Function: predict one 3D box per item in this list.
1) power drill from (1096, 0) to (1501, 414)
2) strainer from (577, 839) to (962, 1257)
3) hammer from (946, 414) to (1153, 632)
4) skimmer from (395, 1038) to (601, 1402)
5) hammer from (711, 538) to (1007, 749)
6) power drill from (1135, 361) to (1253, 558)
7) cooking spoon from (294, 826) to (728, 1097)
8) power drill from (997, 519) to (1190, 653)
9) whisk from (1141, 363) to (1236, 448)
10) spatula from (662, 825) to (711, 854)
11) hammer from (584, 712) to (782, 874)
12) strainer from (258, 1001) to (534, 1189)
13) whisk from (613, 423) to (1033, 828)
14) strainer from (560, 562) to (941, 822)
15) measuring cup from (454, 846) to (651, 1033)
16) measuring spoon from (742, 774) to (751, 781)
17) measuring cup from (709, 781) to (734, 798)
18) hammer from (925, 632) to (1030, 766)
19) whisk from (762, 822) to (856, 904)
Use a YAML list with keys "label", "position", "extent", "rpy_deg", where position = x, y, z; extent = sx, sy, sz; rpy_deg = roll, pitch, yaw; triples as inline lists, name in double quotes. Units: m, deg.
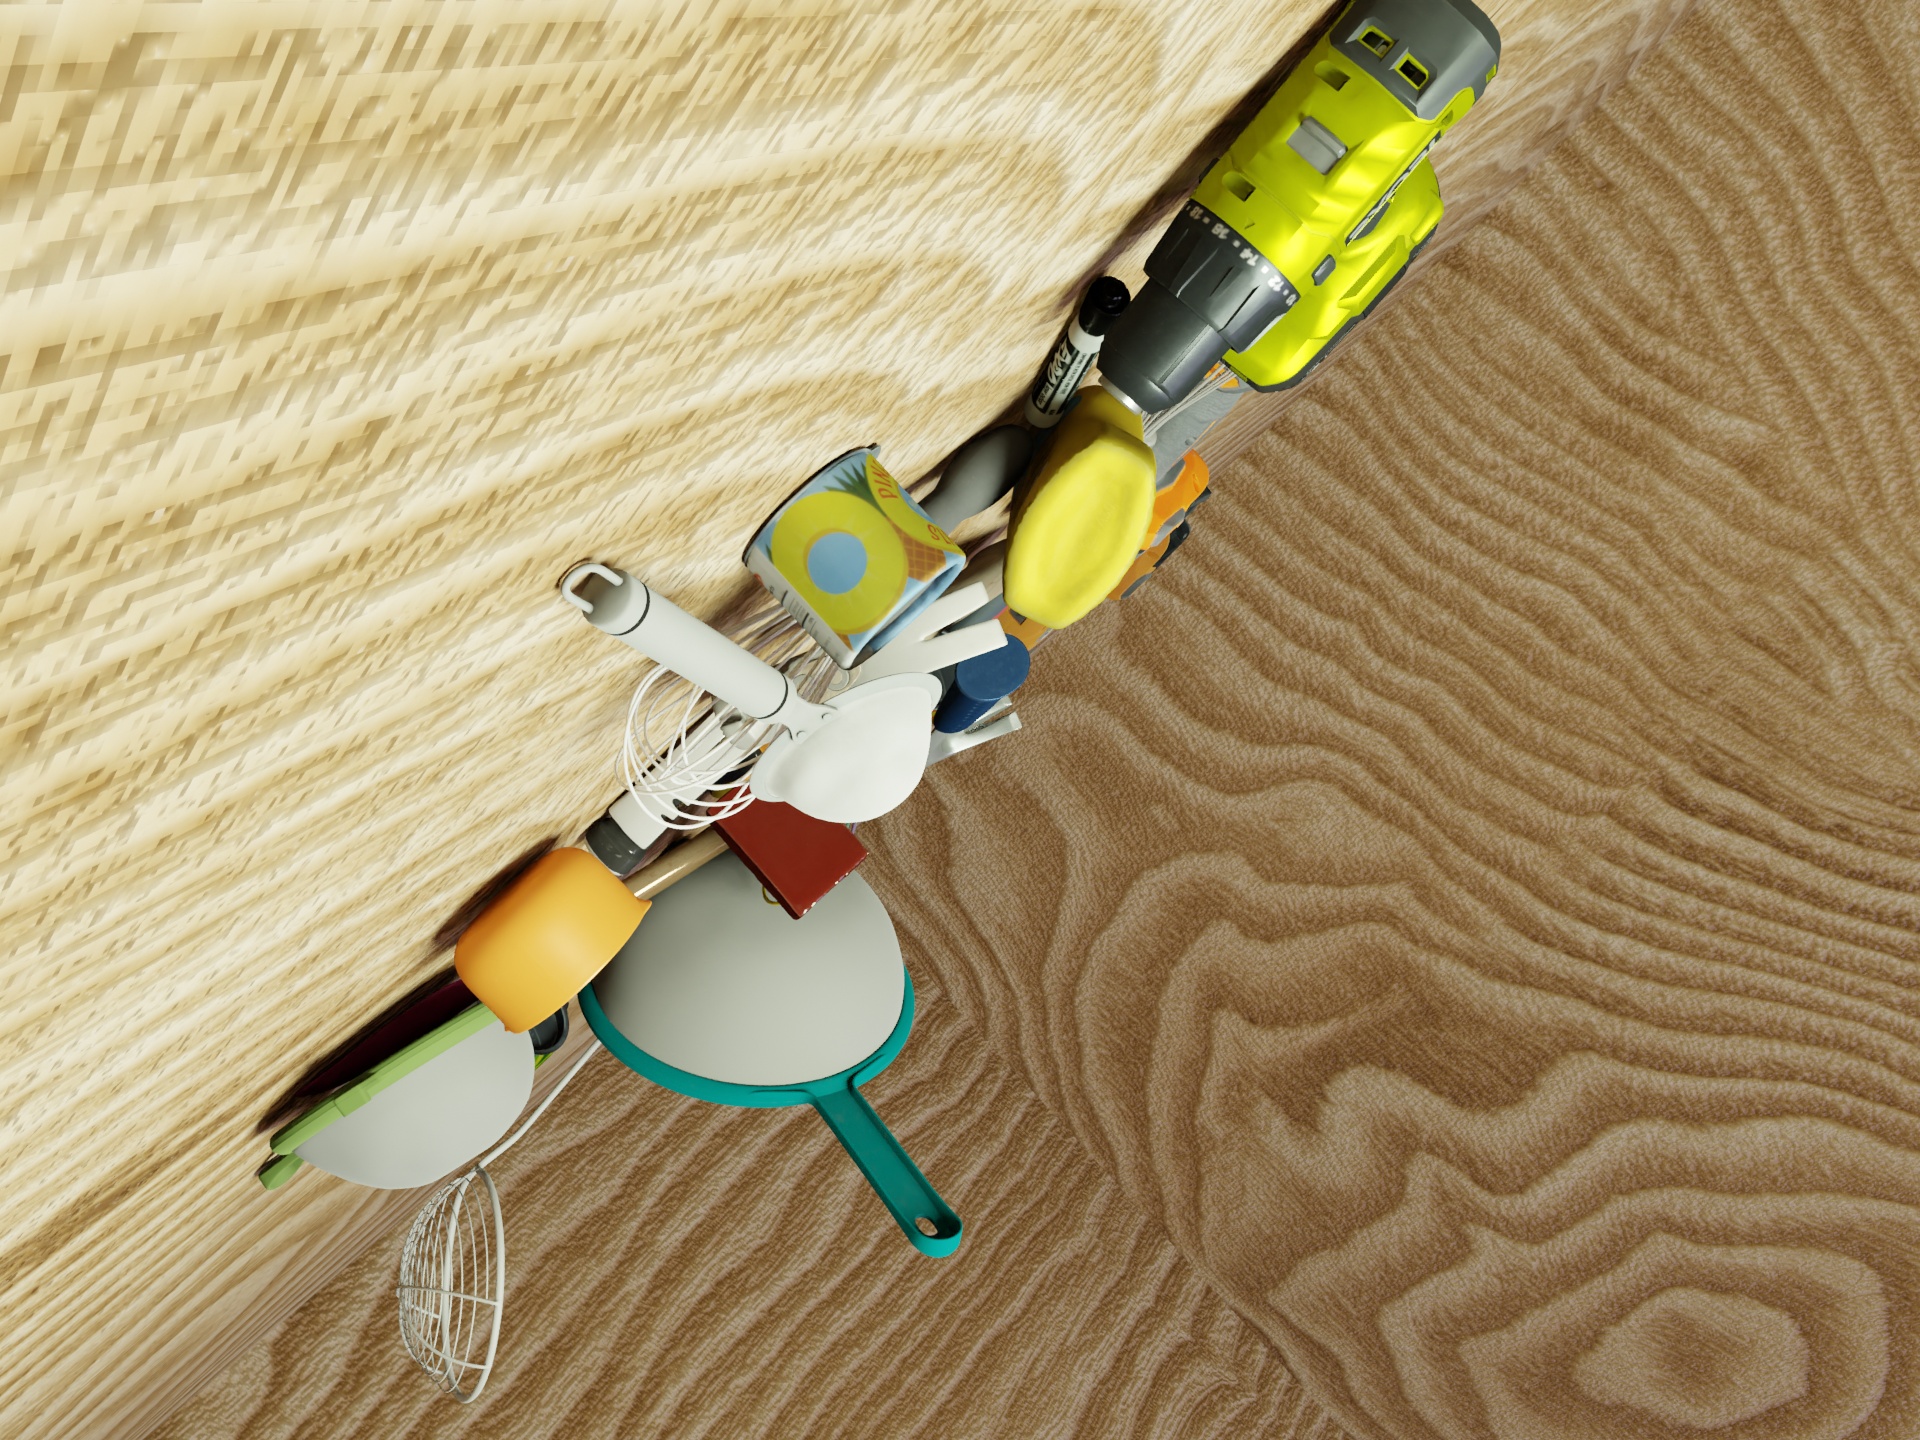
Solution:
- label: "power drill"
  position: [0.143, -0.210, 0.701]
  extent: [0.190, 0.080, 0.228]
  rpy_deg: [-49, 174, 14]
- label: "strainer"
  position: [-0.091, 0.161, 0.930]
  extent: [0.211, 0.341, 0.095]
  rpy_deg: [-8, 124, -33]
- label: "hammer"
  position: [0.044, -0.116, 1.292]
  extent: [0.386, 0.038, 0.143]
  rpy_deg: [-44, 176, 23]
- label: "skimmer"
  position: [-0.225, 0.244, 1.006]
  extent: [0.127, 0.090, 0.363]
  rpy_deg: [-37, -168, 52]
- label: "hammer"
  position: [0.000, -0.071, 0.926]
  extent: [0.146, 0.038, 0.411]
  rpy_deg: [-20, -172, 19]
- label: "power drill"
  position: [0.167, -0.216, 1.064]
  extent: [0.164, 0.084, 0.226]
  rpy_deg: [-41, 173, -44]
- label: "cooking spoon"
  position: [-0.225, 0.121, 0.899]
  extent: [0.319, 0.017, 0.068]
  rpy_deg: [-32, 176, -25]
- label: "power drill"
  position: [0.132, -0.159, 1.533]
  extent: [0.226, 0.084, 0.185]
  rpy_deg: [-34, 171, -44]
- label: "whisk"
  position: [0.113, -0.183, 0.973]
  extent: [0.246, 0.057, 0.059]
  rpy_deg: [130, -37, -49]
- label: "spatula"
  position: [-0.169, 0.092, 1.125]
  extent: [0.082, 0.044, 0.317]
  rpy_deg: [-33, -178, -30]
- label: "hammer"
  position: [-0.121, 0.017, 0.990]
  extent: [0.127, 0.034, 0.337]
  rpy_deg: [-42, 178, 11]
- label: "strainer"
  position: [-0.321, 0.236, 0.890]
  extent: [0.256, 0.069, 0.151]
  rpy_deg: [-36, 176, 36]
- label: "whisk"
  position: [-0.048, -0.057, 0.699]
  extent: [0.285, 0.070, 0.070]
  rpy_deg: [-47, -179, -35]
- label: "strainer"
  position: [-0.065, -0.004, 0.569]
  extent: [0.087, 0.050, 0.258]
  rpy_deg: [-35, 154, 9]
- label: "measuring cup"
  position: [-0.210, 0.094, 0.814]
  extent: [0.095, 0.052, 0.174]
  rpy_deg: [-41, -164, 1]
- label: "measuring spoon"
  position: [-0.070, 0.009, 0.821]
  extent: [0.117, 0.011, 0.021]
  rpy_deg: [-30, -176, 26]
- label: "measuring cup"
  position: [-0.147, 0.038, 1.161]
  extent: [0.062, 0.029, 0.156]
  rpy_deg: [-43, 166, 16]
- label: "hammer"
  position: [-0.002, -0.003, 1.040]
  extent: [0.144, 0.035, 0.405]
  rpy_deg: [-26, 176, -10]
- label: "whisk"
  position: [-0.068, 0.012, 0.976]
  extent: [0.047, 0.051, 0.245]
  rpy_deg: [-54, -169, 53]
